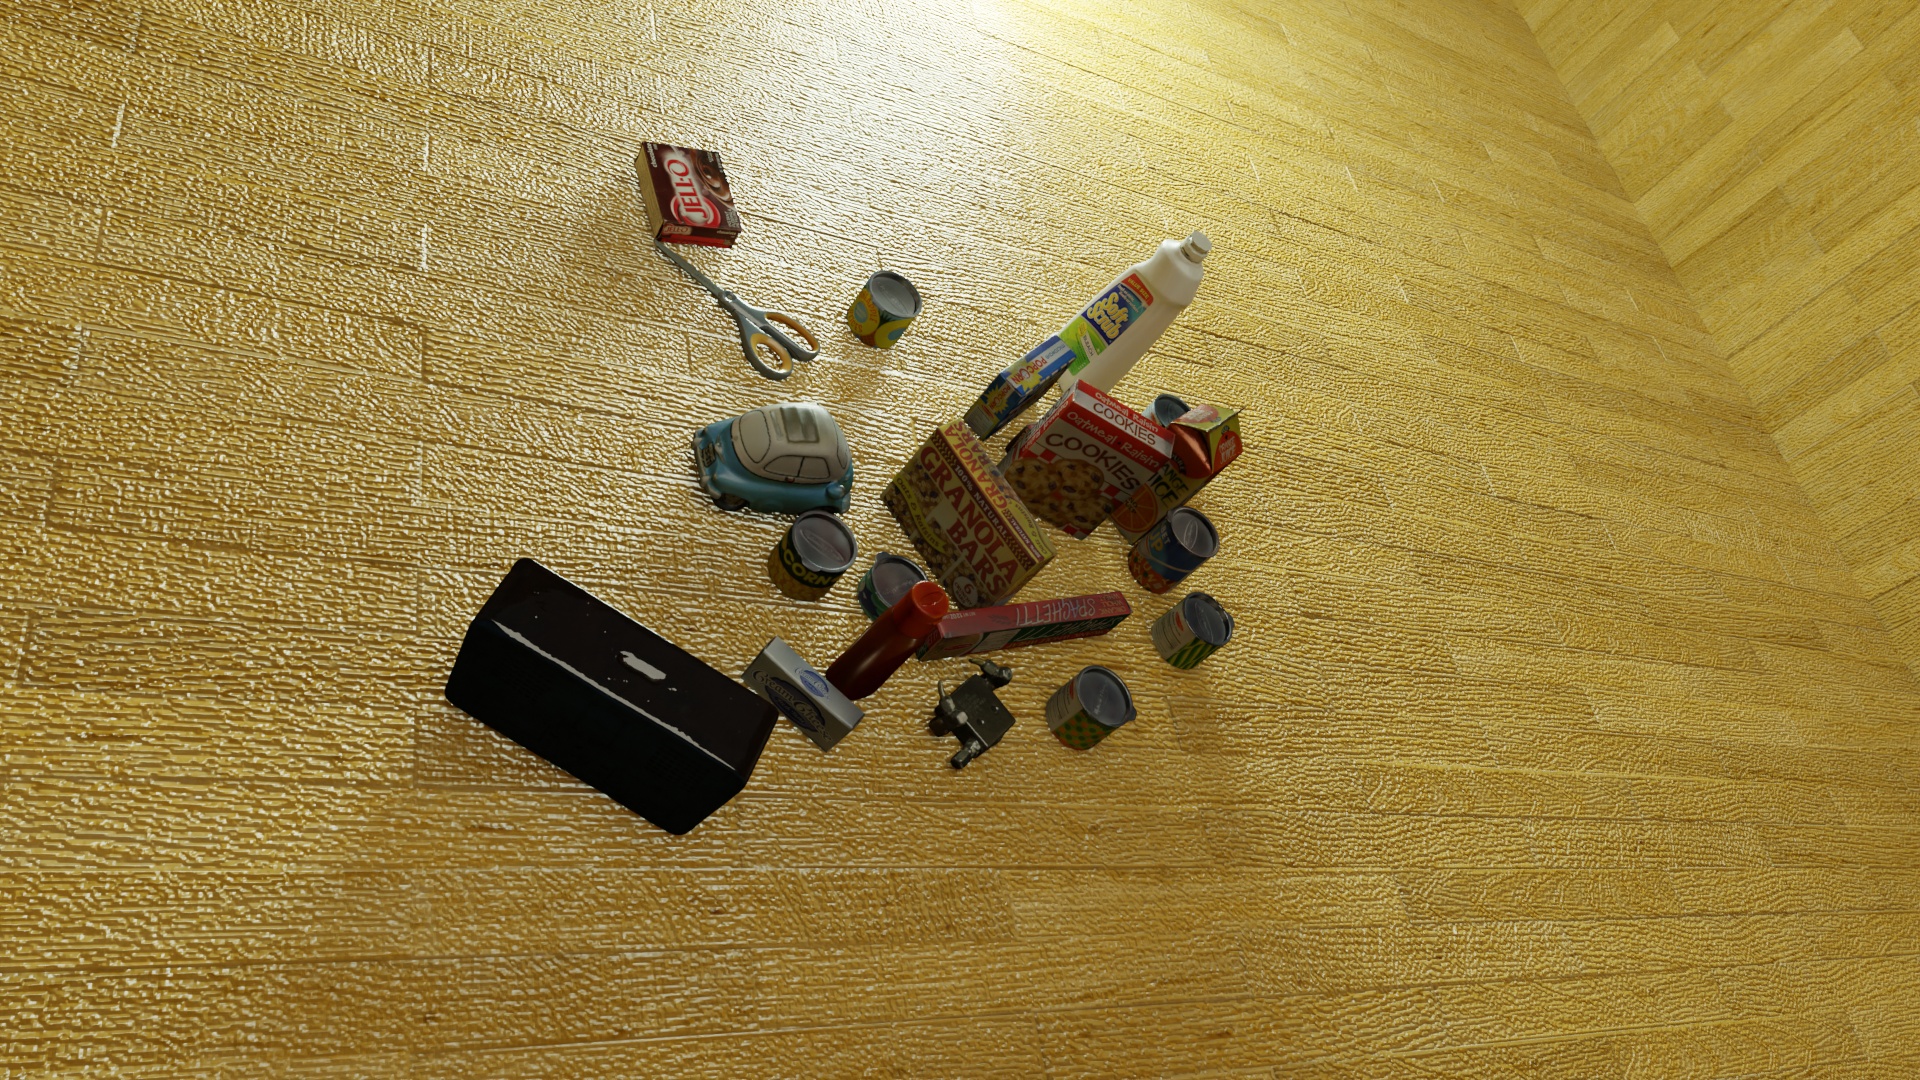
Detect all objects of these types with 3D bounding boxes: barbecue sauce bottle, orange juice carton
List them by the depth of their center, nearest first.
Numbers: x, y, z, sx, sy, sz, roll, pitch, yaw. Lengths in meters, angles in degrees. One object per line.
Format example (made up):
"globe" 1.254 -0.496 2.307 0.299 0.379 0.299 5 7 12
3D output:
"barbecue sauce bottle" -0.061 0.088 1.217 0.065 0.147 0.044 -21 72 -43
"orange juice carton" 0.239 -0.083 1.527 0.072 0.191 0.073 -30 78 -45

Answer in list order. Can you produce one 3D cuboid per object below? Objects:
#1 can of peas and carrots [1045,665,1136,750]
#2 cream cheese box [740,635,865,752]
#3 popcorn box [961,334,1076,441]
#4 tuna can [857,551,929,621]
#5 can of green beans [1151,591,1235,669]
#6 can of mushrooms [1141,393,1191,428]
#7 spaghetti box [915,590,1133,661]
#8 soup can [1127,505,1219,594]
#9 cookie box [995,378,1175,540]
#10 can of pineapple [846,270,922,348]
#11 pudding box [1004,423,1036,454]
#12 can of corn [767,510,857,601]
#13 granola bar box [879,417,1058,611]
"can of peas and carrots" 0.127 0.165 1.356 0.071 0.058 0.071 19 49 -23
"cream cheese box" -0.137 0.134 1.196 0.104 0.053 0.024 42 44 -2
"popcorn box" 0.067 -0.171 1.548 0.038 0.084 0.127 47 44 3
"tuna can" -0.065 0.048 1.327 0.071 0.032 0.071 19 49 -23
"can of green beans" 0.249 0.098 1.494 0.071 0.057 0.071 19 49 -23
"can of mushrooms" 0.257 -0.143 1.699 0.071 0.033 0.071 19 49 -23
"spaghetti box" 0.065 0.084 1.380 0.251 0.050 0.029 -5 62 -38
"soup can" 0.232 0.010 1.530 0.071 0.083 0.072 19 49 -23
"cookie box" 0.126 -0.083 1.465 0.123 0.166 0.040 28 46 -15
"can of pineapple" -0.085 -0.252 1.521 0.071 0.057 0.071 19 49 -23
"pudding box" 0.097 -0.109 1.549 0.084 0.049 0.030 -10 64 -40
"can of corn" -0.138 0.017 1.280 0.071 0.058 0.071 19 49 -23
"granola bar box" 0.005 -0.017 1.360 0.039 0.123 0.166 -25 75 -44
